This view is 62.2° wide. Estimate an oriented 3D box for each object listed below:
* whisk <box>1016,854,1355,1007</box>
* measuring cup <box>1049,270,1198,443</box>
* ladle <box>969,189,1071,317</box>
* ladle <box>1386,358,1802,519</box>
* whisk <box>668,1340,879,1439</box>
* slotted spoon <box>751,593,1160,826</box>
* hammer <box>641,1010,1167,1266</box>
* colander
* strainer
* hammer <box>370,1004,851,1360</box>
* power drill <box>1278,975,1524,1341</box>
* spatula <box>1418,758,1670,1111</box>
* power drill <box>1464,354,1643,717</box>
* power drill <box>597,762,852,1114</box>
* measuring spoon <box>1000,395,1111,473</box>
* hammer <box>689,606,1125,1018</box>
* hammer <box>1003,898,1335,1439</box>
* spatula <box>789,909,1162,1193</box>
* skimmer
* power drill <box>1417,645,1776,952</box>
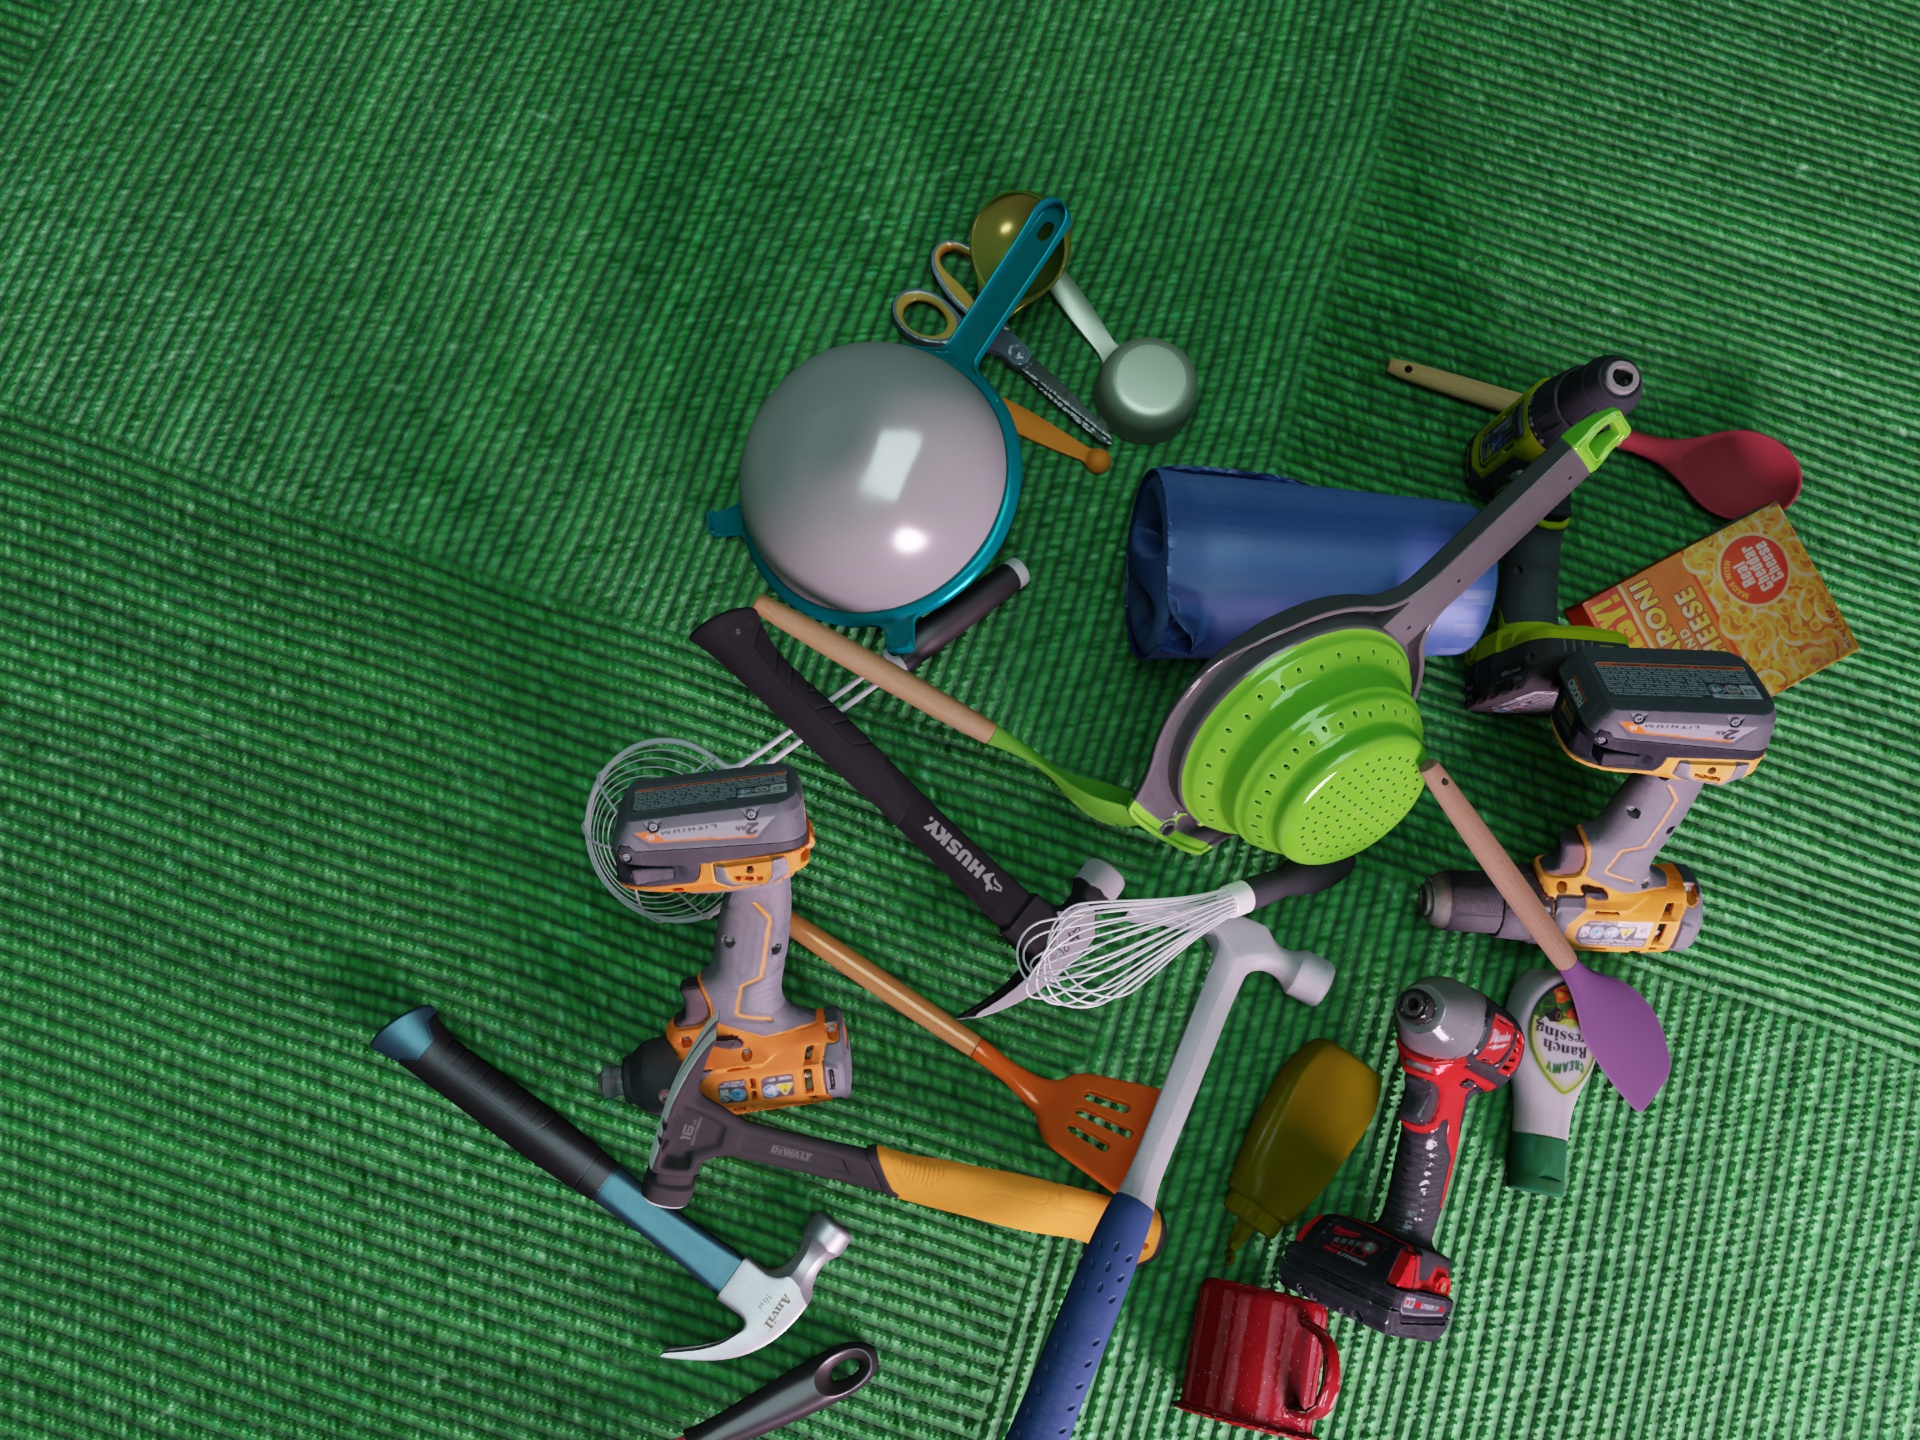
[{"bbox_3d":[0.157,0.126,1.051,0.284,0.070,0.070,-15,77,-31],"label":"whisk"},{"bbox_3d":[0.113,-0.284,1.187,0.083,0.038,0.167,-34,83,-10],"label":"measuring cup"},{"bbox_3d":[-0.016,-0.239,1.150,0.078,0.062,0.320,27,84,16],"label":"ladle"},{"bbox_3d":[0.474,-0.221,1.202,0.315,0.031,0.069,18,89,3],"label":"ladle"},{"bbox_3d":[-0.187,0.462,0.990,0.296,0.073,0.073,-22,79,-14],"label":"whisk"},{"bbox_3d":[-0.002,-0.003,1.079,0.313,0.070,0.031,29,96,-8],"label":"slotted spoon"},{"bbox_3d":[-0.024,0.285,1.012,0.336,0.034,0.127,17,106,-11],"label":"hammer"},{"bbox_3d":[0.288,-0.030,1.010,0.397,0.204,0.095,-45,48,14],"label":"colander"},{"bbox_3d":[-0.035,-0.229,1.085,0.211,0.095,0.340,34,91,23],"label":"strainer"},{"bbox_3d":[-0.241,0.292,1.036,0.331,0.033,0.128,35,76,5],"label":"hammer"},{"bbox_3d":[0.287,0.271,1.013,0.079,0.143,0.220,14,78,40],"label":"power drill"},{"bbox_3d":[0.386,0.139,1.042,0.060,0.018,0.315,-47,111,-17],"label":"spatula"},{"bbox_3d":[0.410,-0.126,1.096,0.080,0.190,0.228,5,81,-4],"label":"power drill"},{"bbox_3d":[-0.161,0.151,1.011,0.164,0.084,0.226,-7,110,-5],"label":"power drill"},{"bbox_3d":[0.060,-0.217,1.183,0.117,0.011,0.021,28,77,3],"label":"measuring spoon"},{"bbox_3d":[-0.049,0.052,1.053,0.334,0.035,0.146,44,66,-7],"label":"hammer"},{"bbox_3d":[0.108,0.291,1.001,0.144,0.035,0.406,26,60,5],"label":"hammer"},{"bbox_3d":[-0.008,0.202,1.066,0.322,0.041,0.081,33,60,5],"label":"spatula"},{"bbox_3d":[-0.099,0.001,1.115,0.363,0.090,0.127,-37,86,-21],"label":"skimmer"},{"bbox_3d":[0.412,0.063,1.048,0.185,0.226,0.084,2,37,0],"label":"power drill"}]
